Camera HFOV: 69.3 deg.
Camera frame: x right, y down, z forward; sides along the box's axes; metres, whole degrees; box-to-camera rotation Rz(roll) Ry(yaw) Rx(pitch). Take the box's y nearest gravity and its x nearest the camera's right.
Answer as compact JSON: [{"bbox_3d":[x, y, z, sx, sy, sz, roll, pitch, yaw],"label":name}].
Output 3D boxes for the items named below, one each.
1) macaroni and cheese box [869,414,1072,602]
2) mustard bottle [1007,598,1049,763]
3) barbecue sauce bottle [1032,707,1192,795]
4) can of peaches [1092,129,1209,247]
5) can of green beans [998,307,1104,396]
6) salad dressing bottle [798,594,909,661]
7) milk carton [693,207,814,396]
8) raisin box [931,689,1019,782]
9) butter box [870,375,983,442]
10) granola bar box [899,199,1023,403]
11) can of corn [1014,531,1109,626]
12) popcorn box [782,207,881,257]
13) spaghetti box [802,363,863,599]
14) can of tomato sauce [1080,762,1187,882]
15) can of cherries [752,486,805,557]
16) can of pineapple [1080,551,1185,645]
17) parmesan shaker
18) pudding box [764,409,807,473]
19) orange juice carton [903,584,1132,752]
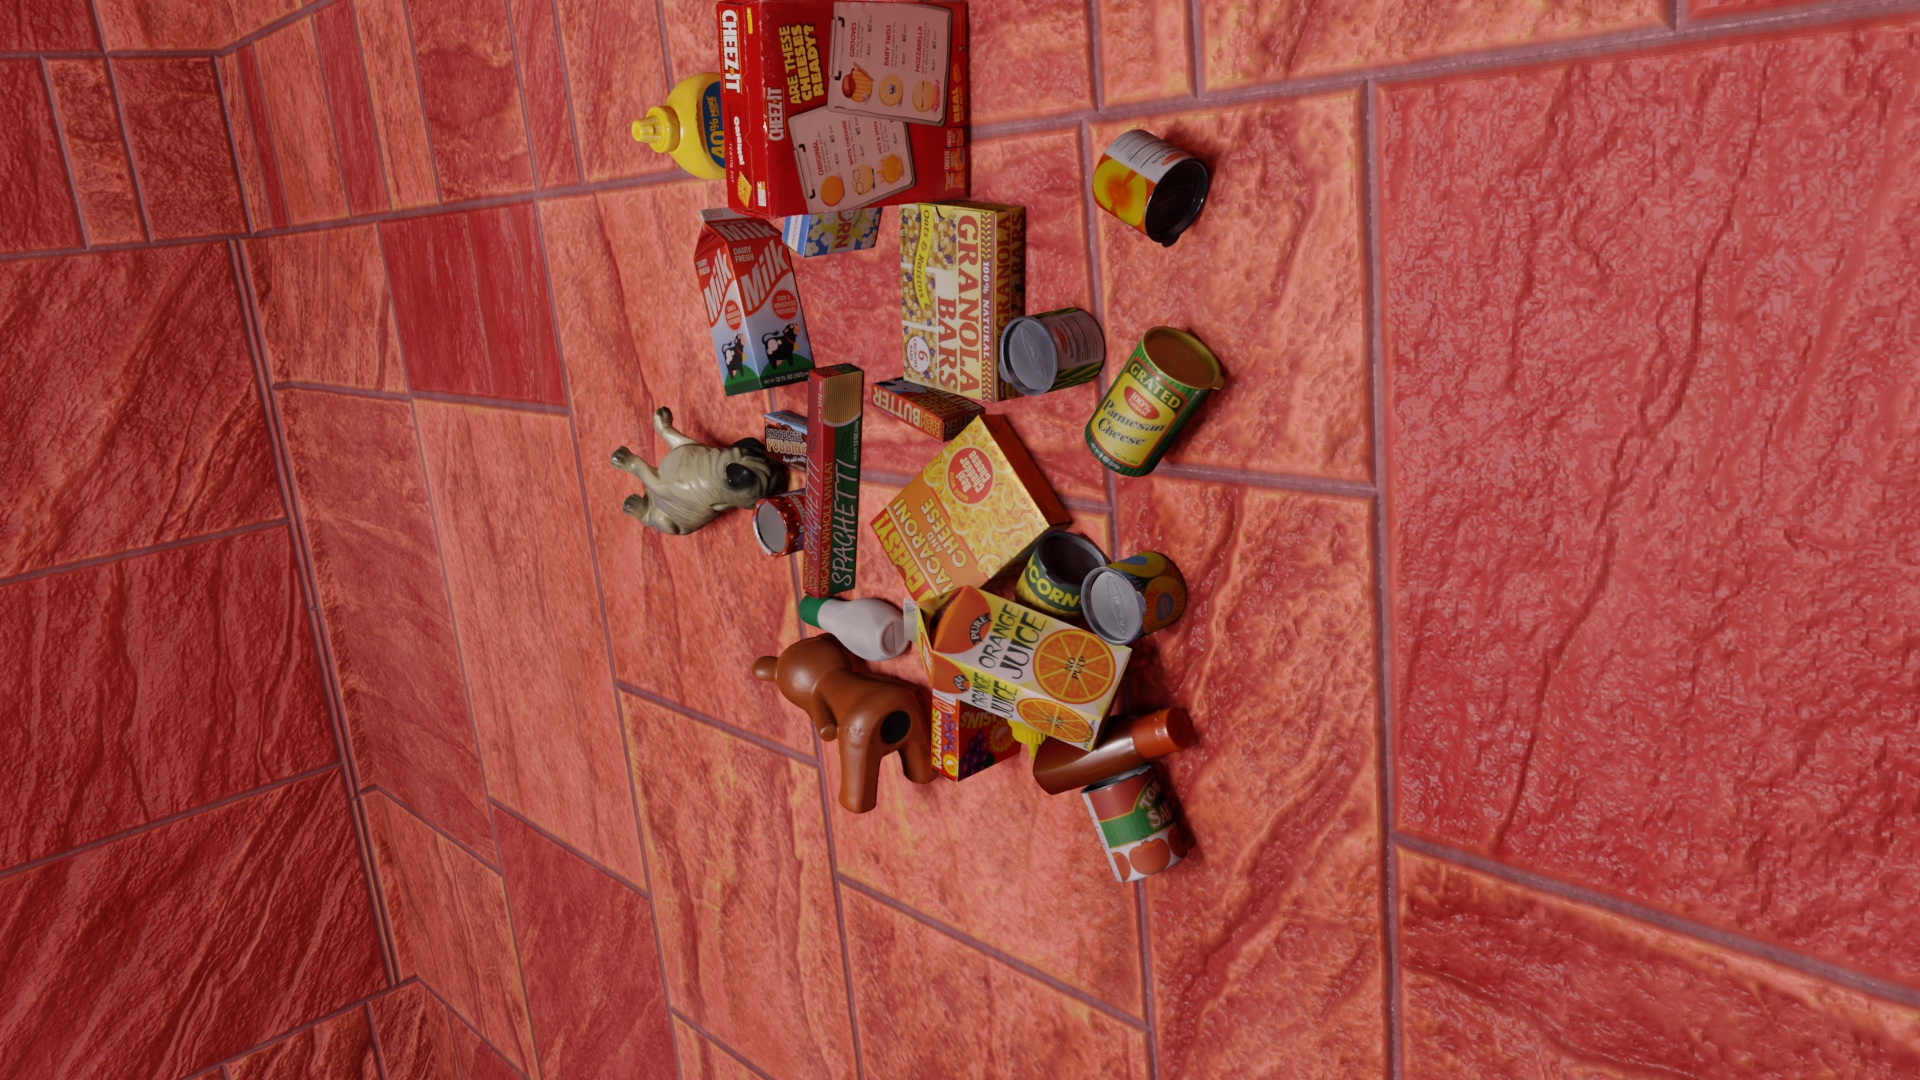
[{"bbox_3d":[0.004,-0.016,1.257,0.165,0.040,0.124,-43,69,31],"label":"macaroni and cheese box"},{"bbox_3d":[0.066,0.133,1.263,0.065,0.049,0.159,13,113,42],"label":"mustard bottle"},{"bbox_3d":[0.131,0.178,1.198,0.148,0.065,0.043,-25,109,42],"label":"barbecue sauce bottle"},{"bbox_3d":[0.139,-0.260,1.024,0.058,0.071,0.071,41,131,33],"label":"can of peaches"},{"bbox_3d":[0.075,-0.156,1.142,0.071,0.058,0.071,20,118,44],"label":"can of green beans"},{"bbox_3d":[-0.115,0.086,1.464,0.147,0.044,0.064,15,115,47],"label":"salad dressing bottle"},{"bbox_3d":[-0.218,-0.251,1.438,0.073,0.072,0.190,-5,99,50],"label":"milk carton"},{"bbox_3d":[0.015,0.154,1.302,0.040,0.086,0.123,20,118,42],"label":"raisin box"},{"bbox_3d":[-0.031,-0.124,1.282,0.104,0.053,0.024,31,127,39],"label":"butter box"},{"bbox_3d":[0.000,-0.213,1.224,0.124,0.039,0.165,19,118,44],"label":"granola bar box"},{"bbox_3d":[0.085,0.037,1.190,0.071,0.071,0.058,50,136,25],"label":"can of corn"},{"bbox_3d":[-0.112,-0.328,1.277,0.038,0.085,0.126,41,131,34],"label":"popcorn box"},{"bbox_3d":[-0.132,-0.057,1.426,0.029,0.050,0.248,28,124,42],"label":"spaghetti box"},{"bbox_3d":[0.151,0.241,1.192,0.071,0.071,0.083,-28,83,50],"label":"can of tomato sauce"},{"bbox_3d":[-0.181,-0.021,1.488,0.071,0.058,0.071,21,119,44],"label":"can of cherries"},{"bbox_3d":[0.143,0.047,1.136,0.071,0.058,0.070,21,119,44],"label":"can of pineapple"},{"bbox_3d":[0.148,-0.104,1.071,0.071,0.071,0.102,53,137,22],"label":"parmesan shaker"},{"bbox_3d":[-0.172,-0.105,1.471,0.084,0.030,0.049,23,119,43],"label":"pudding box"},{"bbox_3d":[0.039,0.101,1.174,0.193,0.073,0.071,21,150,10],"label":"orange juice carton"}]
